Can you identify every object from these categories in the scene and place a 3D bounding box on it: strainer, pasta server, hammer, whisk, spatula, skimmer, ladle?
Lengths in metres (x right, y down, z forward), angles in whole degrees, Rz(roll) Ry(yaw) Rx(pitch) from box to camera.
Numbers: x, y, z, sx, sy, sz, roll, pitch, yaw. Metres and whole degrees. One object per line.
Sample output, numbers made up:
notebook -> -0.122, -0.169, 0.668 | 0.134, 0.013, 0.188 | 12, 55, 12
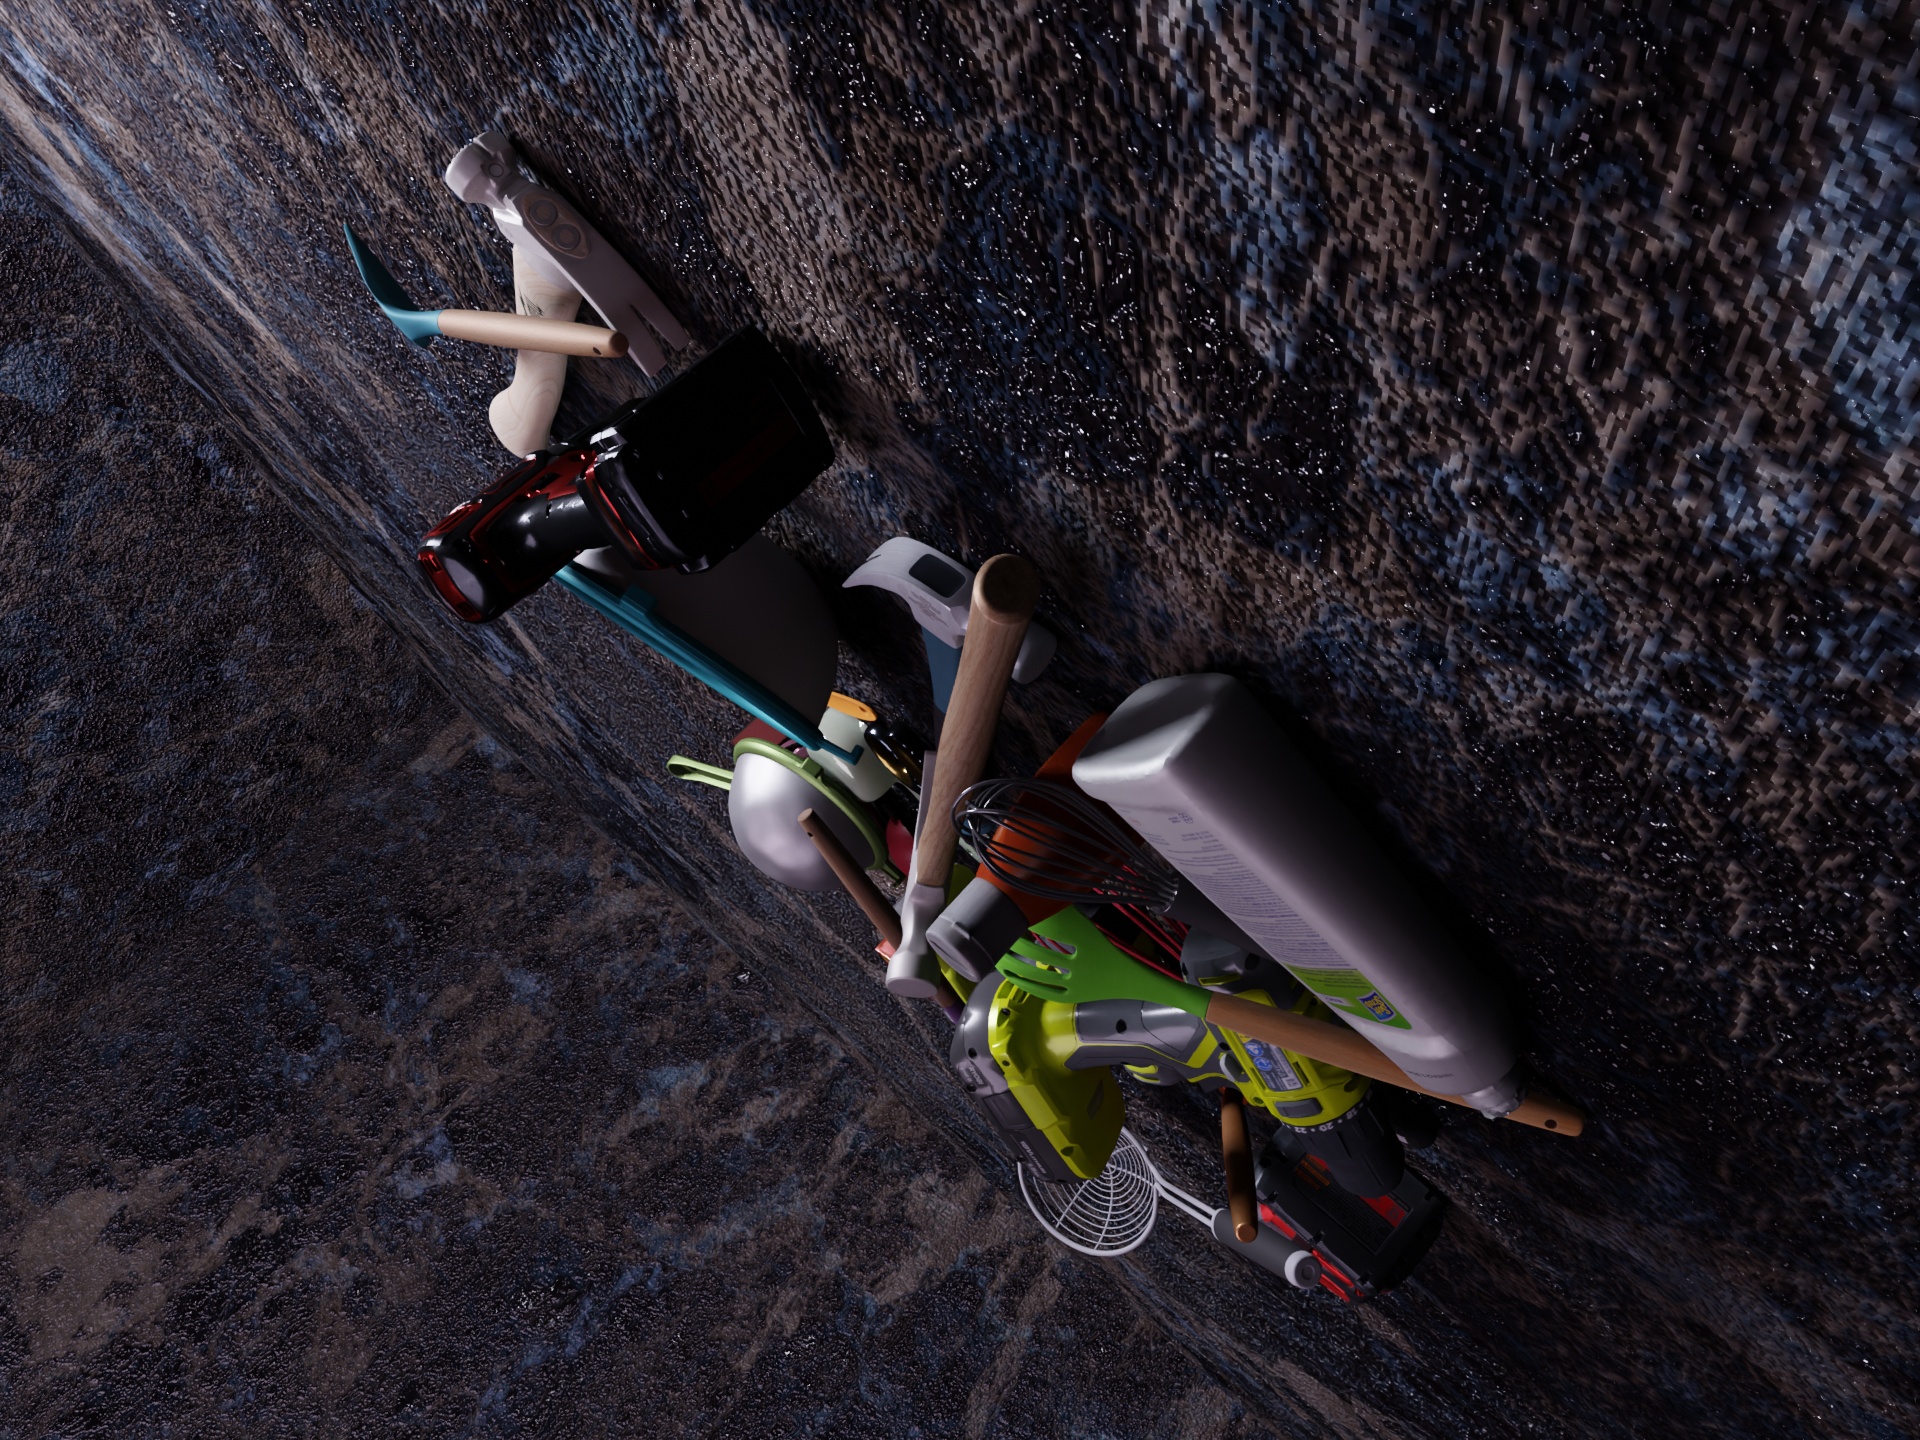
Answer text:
strainer -> -0.172, 0.078, 1.283 | 0.256, 0.069, 0.151 | 13, 147, 43
pasta server -> -0.068, 0.109, 1.360 | 0.060, 0.040, 0.315 | 25, 156, 40
hammer -> -0.260, -0.225, 1.013 | 0.146, 0.038, 0.410 | 45, 164, -8
hammer -> 0.000, 0.022, 0.799 | 0.031, 0.130, 0.331 | 10, 149, -2
whisk -> 0.101, 0.080, 0.763 | 0.238, 0.055, 0.055 | 22, 172, -22
spatula -> -0.276, -0.236, 0.917 | 0.318, 0.044, 0.082 | 19, 153, 43
spatula -> 0.174, 0.271, 1.048 | 0.081, 0.041, 0.322 | 44, -169, 0
hammer -> -0.001, -0.003, 0.944 | 0.128, 0.033, 0.330 | 38, 162, 18
skimmer -> 0.143, 0.369, 1.176 | 0.363, 0.090, 0.127 | 170, 85, -73
spatula -> -0.023, 0.183, 1.142 | 0.060, 0.018, 0.315 | -7, 126, 50
ladle -> 0.048, 0.163, 1.242 | 0.316, 0.031, 0.069 | 31, 158, 34
strainer -> -0.186, -0.095, 1.039 | 0.210, 0.095, 0.341 | 38, 174, -39
whisk -> 0.153, 0.164, 0.953 | 0.296, 0.073, 0.073 | 33, 161, 14

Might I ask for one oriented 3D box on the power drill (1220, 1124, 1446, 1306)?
power drill -> 0.249, 0.338, 1.111 | 0.143, 0.078, 0.219 | 39, 165, 18

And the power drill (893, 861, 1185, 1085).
power drill -> 0.053, 0.165, 1.122 | 0.223, 0.080, 0.171 | 0, 130, 53

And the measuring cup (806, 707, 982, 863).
measuring cup -> -0.052, 0.059, 1.198 | 0.167, 0.038, 0.083 | 44, 163, 9

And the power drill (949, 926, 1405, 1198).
power drill -> 0.126, 0.203, 0.909 | 0.228, 0.080, 0.190 | -17, 114, 37

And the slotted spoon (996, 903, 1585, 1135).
slotted spoon -> 0.150, 0.149, 0.795 | 0.314, 0.031, 0.070 | 16, 124, 15

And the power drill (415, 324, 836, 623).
power drill -> -0.169, -0.134, 0.842 | 0.227, 0.188, 0.080 | -8, 122, 47

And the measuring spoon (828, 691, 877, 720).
measuring spoon -> -0.096, -0.020, 1.171 | 0.117, 0.011, 0.021 | 20, 150, 47
